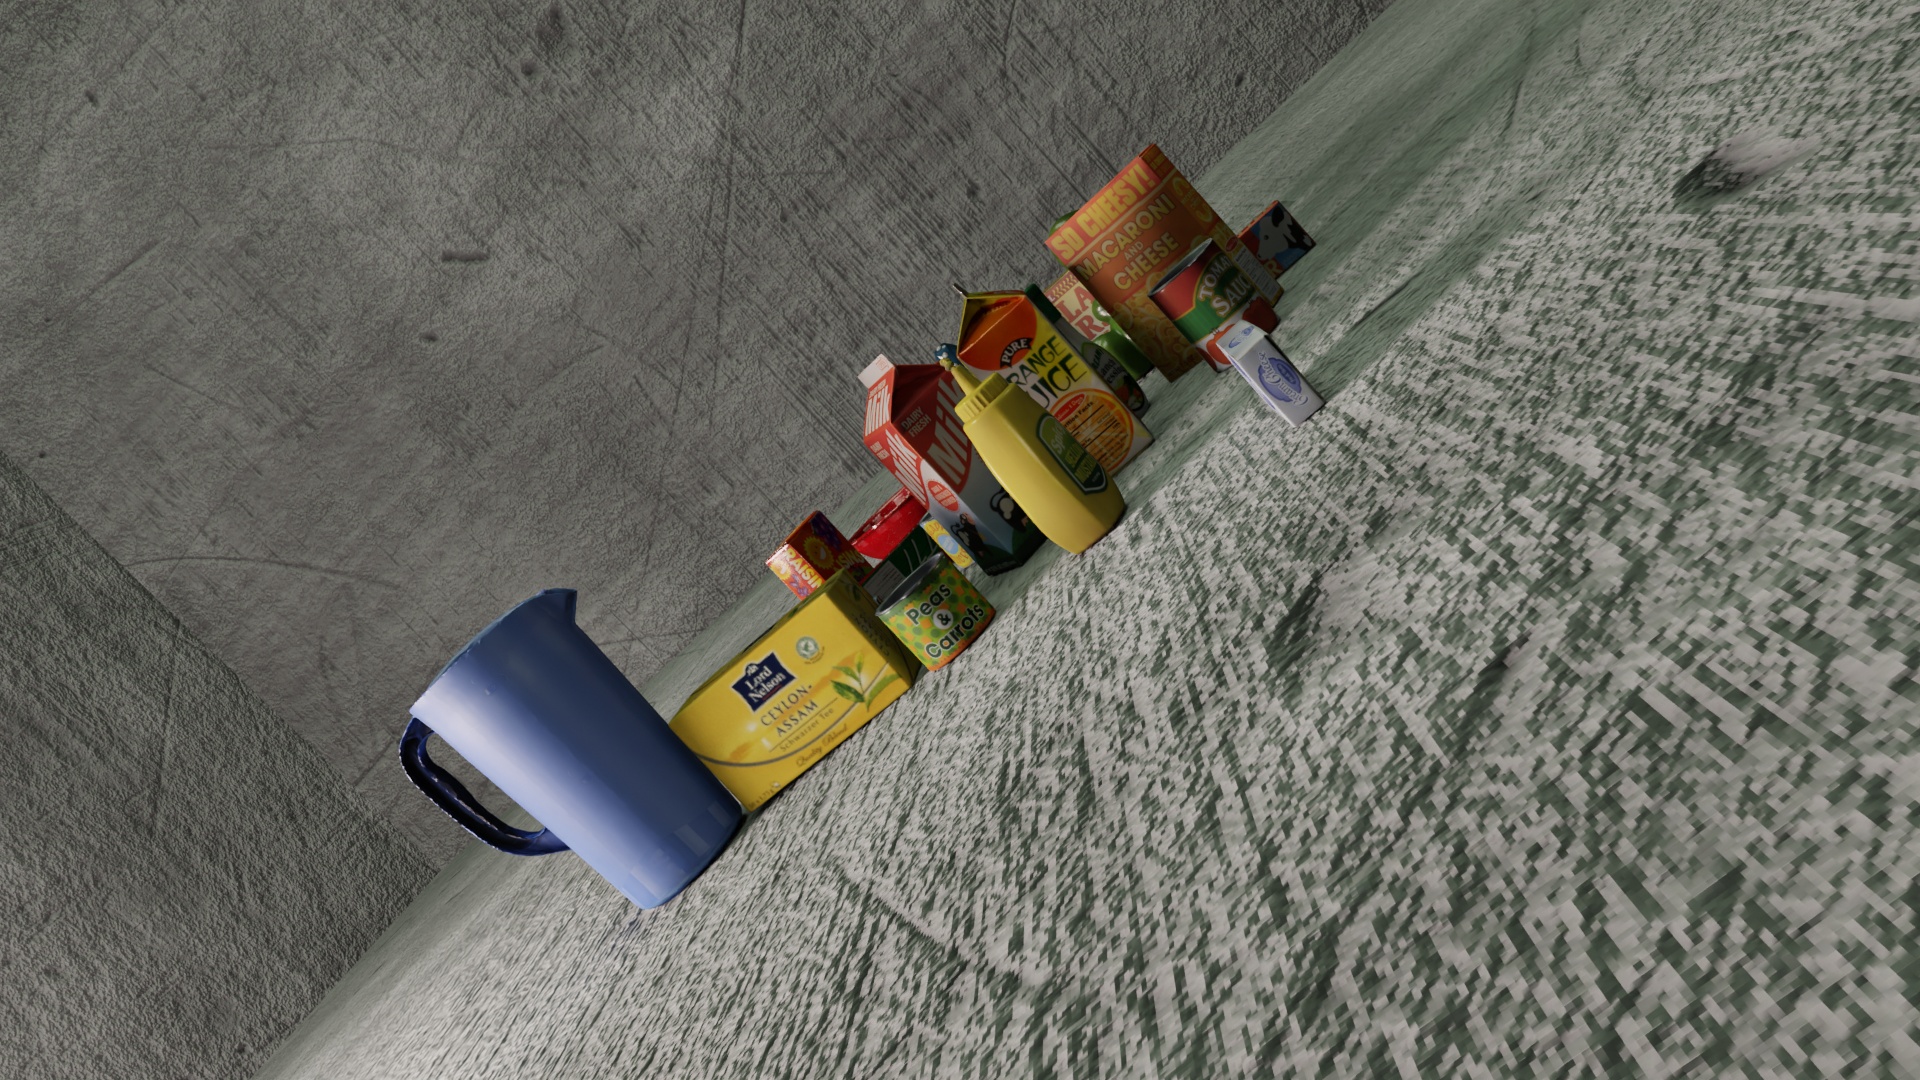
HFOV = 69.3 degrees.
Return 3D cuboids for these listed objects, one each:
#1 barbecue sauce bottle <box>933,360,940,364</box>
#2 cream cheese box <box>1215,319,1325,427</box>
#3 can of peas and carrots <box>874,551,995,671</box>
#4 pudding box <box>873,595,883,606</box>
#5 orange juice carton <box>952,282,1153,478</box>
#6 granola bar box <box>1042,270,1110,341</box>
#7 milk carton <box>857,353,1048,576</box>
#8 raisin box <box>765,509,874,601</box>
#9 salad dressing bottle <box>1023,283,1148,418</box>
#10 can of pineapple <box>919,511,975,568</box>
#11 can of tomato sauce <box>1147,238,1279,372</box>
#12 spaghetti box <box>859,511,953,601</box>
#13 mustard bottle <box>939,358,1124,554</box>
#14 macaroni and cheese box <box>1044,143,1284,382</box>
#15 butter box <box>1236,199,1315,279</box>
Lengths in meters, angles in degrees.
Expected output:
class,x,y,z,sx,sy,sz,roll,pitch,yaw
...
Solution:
class,x,y,z,sx,sy,sz,roll,pitch,yaw
barbecue sauce bottle,0.015,-0.116,1.408,0.065,0.148,0.043,-45,7,-13
cream cheese box,0.183,-0.101,0.825,0.024,0.053,0.104,-42,8,12
can of peas and carrots,-0.017,0.051,0.993,0.071,0.058,0.071,-42,7,7
pudding box,-0.082,0.091,1.139,0.083,0.049,0.030,-43,7,2
orange juice carton,0.060,-0.130,1.088,0.073,0.192,0.072,-42,7,10
granola bar box,0.108,-0.202,1.495,0.165,0.124,0.039,-39,8,27
milk carton,-0.006,-0.067,1.089,0.074,0.190,0.072,-46,8,-21
raisin box,-0.125,0.038,1.370,0.040,0.123,0.086,-39,8,27
salad dressing bottle,0.099,-0.156,1.202,0.043,0.147,0.064,-35,11,50
can of pineapple,0.004,-0.016,1.253,0.071,0.058,0.071,-42,7,7
can of tomato sauce,0.199,-0.183,1.084,0.071,0.083,0.071,-42,7,7
spaghetti box,-0.041,0.019,1.324,0.251,0.050,0.028,-47,8,-28
mustard bottle,0.043,-0.065,0.937,0.048,0.160,0.065,-39,8,31
macaroni and cheese box,0.172,-0.233,1.182,0.123,0.166,0.040,-37,10,42
butter box,0.262,-0.252,1.251,0.103,0.053,0.024,-41,8,15
